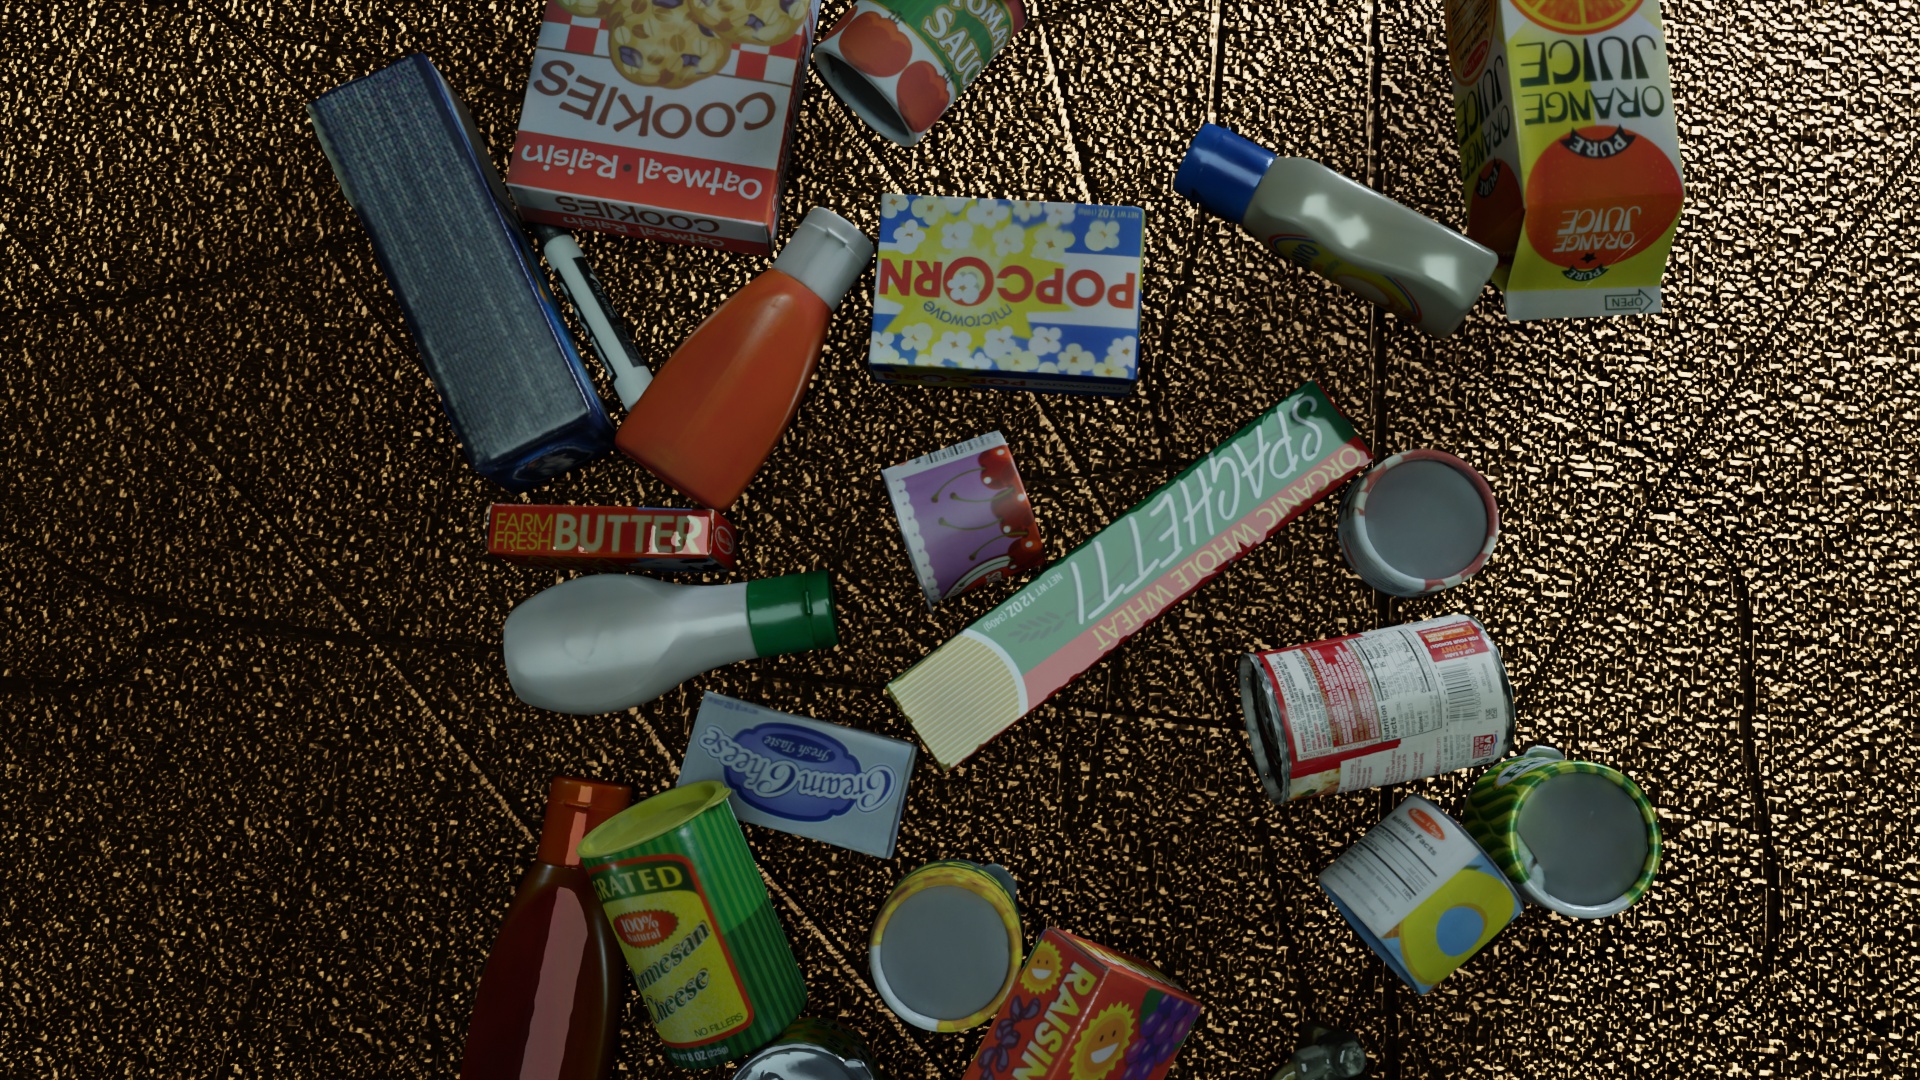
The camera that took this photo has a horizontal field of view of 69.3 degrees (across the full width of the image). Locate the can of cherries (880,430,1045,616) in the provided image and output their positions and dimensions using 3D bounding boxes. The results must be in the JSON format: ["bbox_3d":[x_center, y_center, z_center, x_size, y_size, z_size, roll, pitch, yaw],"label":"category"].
[{"bbox_3d":[0.002,-0.008,0.633,0.058,0.071,0.071,-19,82,-2],"label":"can of cherries"}]

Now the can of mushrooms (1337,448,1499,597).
[{"bbox_3d":[0.213,-0.009,0.643,0.071,0.033,0.071,0,82,2],"label":"can of mushrooms"}]

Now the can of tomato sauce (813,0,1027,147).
[{"bbox_3d":[-0.018,-0.241,0.665,0.071,0.071,0.083,41,86,6],"label":"can of tomato sauce"}]

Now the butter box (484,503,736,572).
[{"bbox_3d":[-0.160,0.000,0.643,0.103,0.053,0.024,1,81,2],"label":"butter box"}]

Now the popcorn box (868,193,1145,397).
[{"bbox_3d":[0.022,-0.116,0.661,0.127,0.038,0.085,4,83,2],"label":"popcorn box"}]

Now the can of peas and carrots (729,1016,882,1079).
[{"bbox_3d":[-0.066,0.244,0.603,0.071,0.058,0.071,0,82,1],"label":"can of peas and carrots"}]

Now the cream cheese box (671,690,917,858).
[{"bbox_3d":[-0.075,0.107,0.640,0.104,0.024,0.053,14,84,4],"label":"cream cheese box"}]

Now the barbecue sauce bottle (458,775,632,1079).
[{"bbox_3d":[-0.179,0.182,0.623,0.065,0.043,0.148,9,82,3],"label":"barbecue sauce bottle"}]

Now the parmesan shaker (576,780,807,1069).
[{"bbox_3d":[-0.112,0.164,0.599,0.071,0.071,0.103,-22,97,-1],"label":"parmesan shaker"}]

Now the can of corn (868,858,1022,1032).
[{"bbox_3d":[-0.004,0.175,0.611,0.071,0.058,0.071,0,83,2],"label":"can of corn"}]

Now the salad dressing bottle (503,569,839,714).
[{"bbox_3d":[-0.131,0.042,0.642,0.148,0.044,0.064,-9,75,-1],"label":"salad dressing bottle"}]

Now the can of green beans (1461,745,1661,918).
[{"bbox_3d":[0.262,0.129,0.610,0.071,0.057,0.071,0,82,2],"label":"can of green beans"}]

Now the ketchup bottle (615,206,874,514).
[{"bbox_3d":[-0.096,-0.088,0.657,0.064,0.043,0.149,35,84,-9],"label":"ketchup bottle"}]

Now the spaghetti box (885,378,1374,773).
[{"bbox_3d":[0.079,0.015,0.646,0.250,0.028,0.050,-36,83,-3],"label":"spaghetti box"}]

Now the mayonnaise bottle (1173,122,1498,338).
[{"bbox_3d":[0.173,-0.147,0.651,0.148,0.064,0.041,30,88,10],"label":"mayonnaise bottle"}]

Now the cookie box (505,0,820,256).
[{"bbox_3d":[-0.138,-0.229,0.673,0.123,0.040,0.168,8,77,-1],"label":"cookie box"}]

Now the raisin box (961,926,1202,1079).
[{"bbox_3d":[0.041,0.234,0.588,0.040,0.086,0.123,24,82,46],"label":"raisin box"}]

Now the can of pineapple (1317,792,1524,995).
[{"bbox_3d":[0.200,0.155,0.605,0.058,0.071,0.071,-40,83,-3],"label":"can of pineapple"}]

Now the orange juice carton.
[{"bbox_3d":[0.279,-0.197,0.648,0.072,0.073,0.193,-4,82,1],"label":"orange juice carton"}]
